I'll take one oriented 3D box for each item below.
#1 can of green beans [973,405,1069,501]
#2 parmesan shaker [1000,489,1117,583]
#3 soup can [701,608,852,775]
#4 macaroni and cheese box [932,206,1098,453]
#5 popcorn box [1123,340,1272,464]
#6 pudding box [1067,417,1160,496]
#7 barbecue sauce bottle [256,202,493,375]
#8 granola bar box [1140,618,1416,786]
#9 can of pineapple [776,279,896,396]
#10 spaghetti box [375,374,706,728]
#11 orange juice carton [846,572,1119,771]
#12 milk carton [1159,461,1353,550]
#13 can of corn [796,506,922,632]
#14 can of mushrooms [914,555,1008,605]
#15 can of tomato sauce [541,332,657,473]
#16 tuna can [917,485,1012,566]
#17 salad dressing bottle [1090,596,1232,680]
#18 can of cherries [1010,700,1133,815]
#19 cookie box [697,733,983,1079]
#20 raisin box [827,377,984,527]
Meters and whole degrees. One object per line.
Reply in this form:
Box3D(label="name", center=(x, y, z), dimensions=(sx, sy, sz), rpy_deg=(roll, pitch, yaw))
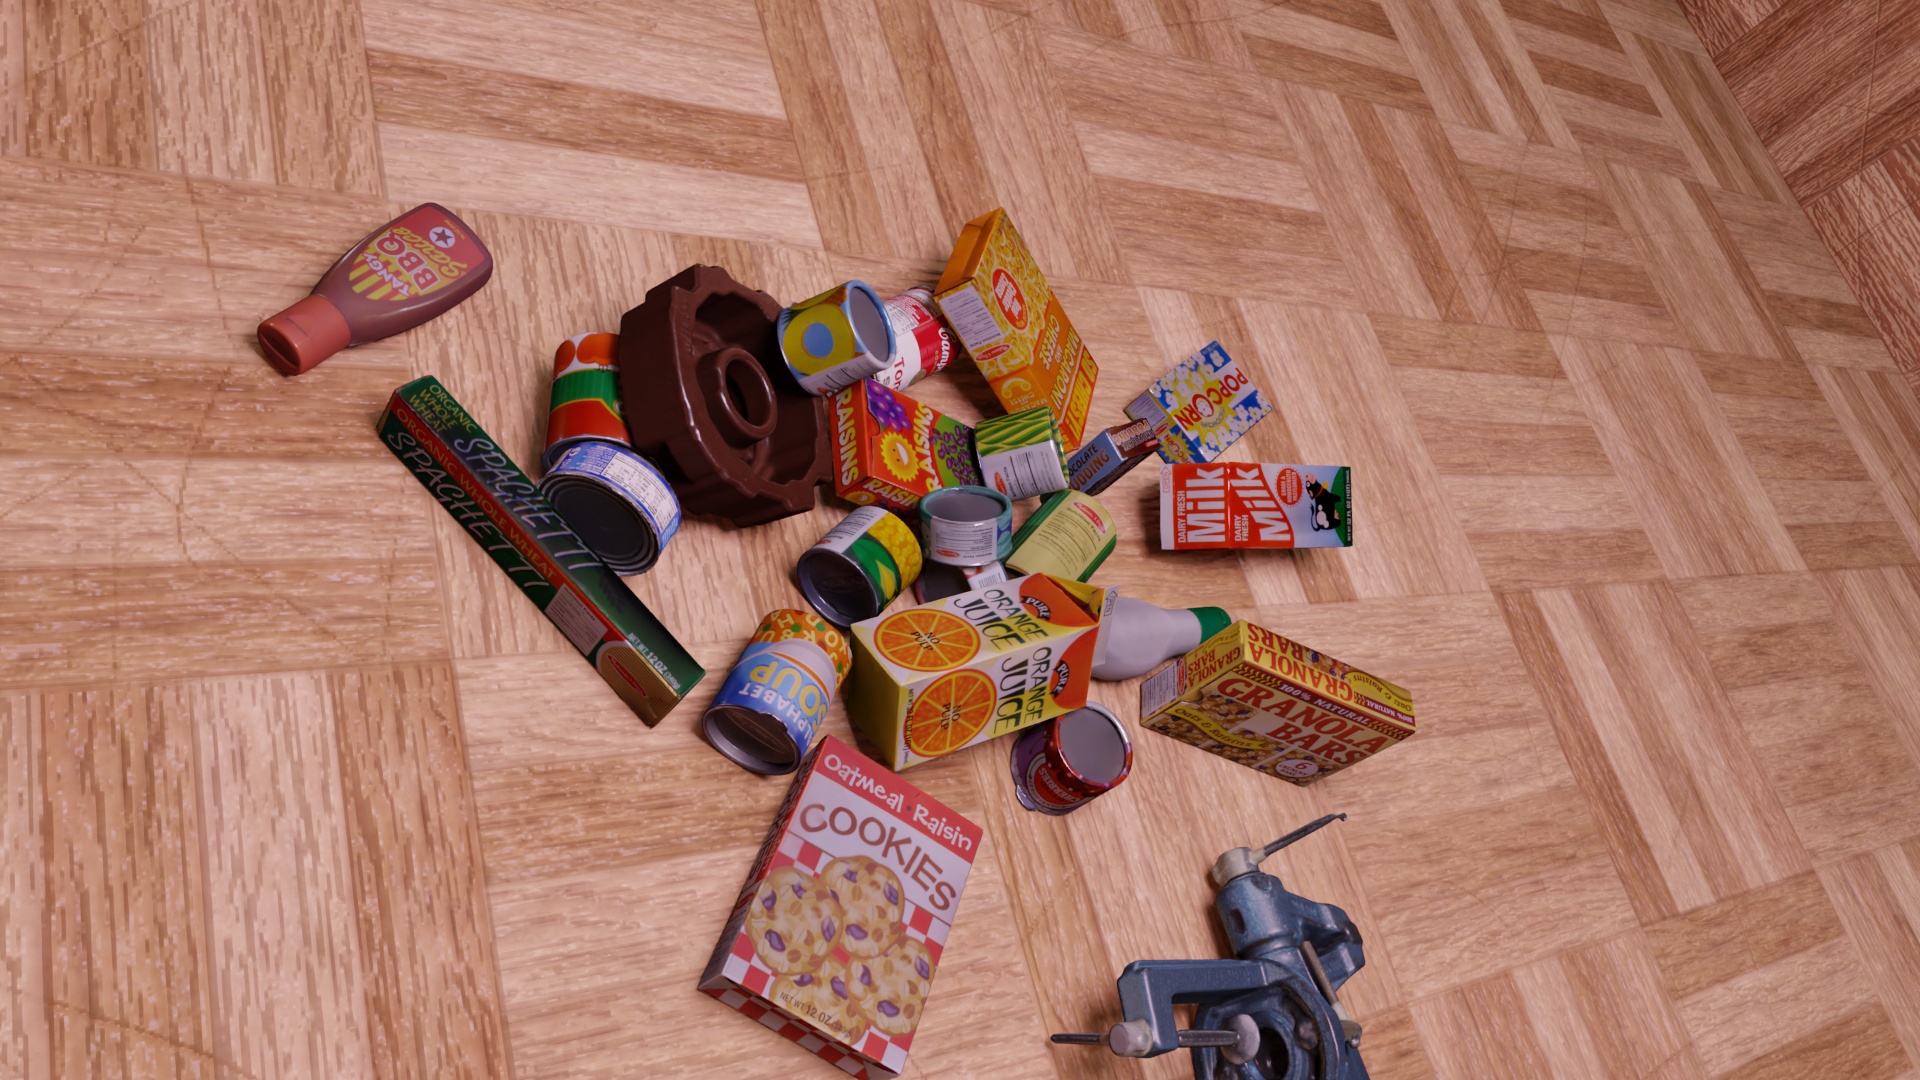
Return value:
Box3D(label="can of green beans", center=(0.047, -0.065, 1.053), dimensions=(0.071, 0.058, 0.071), rpy_deg=(-15, 92, -79))
Box3D(label="parmesan shaker", center=(0.063, 0.014, 1.040), dimensions=(0.071, 0.071, 0.103), rpy_deg=(46, 48, -2))
Box3D(label="soup can", center=(-0.112, 0.093, 0.869), dimensions=(0.071, 0.071, 0.084), rpy_deg=(36, 48, -11))
Box3D(label="macaroni and cheese box", center=(0.048, -0.163, 1.104), dimensions=(0.166, 0.040, 0.124), rpy_deg=(55, 31, -27))
Box3D(label="popcorn box", center=(0.214, -0.118, 1.242), dimensions=(0.085, 0.038, 0.127), rpy_deg=(52, 48, 2))
Box3D(label="pudding box", center=(0.114, -0.063, 1.109), dimensions=(0.050, 0.083, 0.030), rpy_deg=(-19, 76, -41))
Box3D(label="barbecue sauce bottle", center=(-0.365, -0.154, 0.866), dimensions=(0.065, 0.043, 0.149), rpy_deg=(44, 48, -5))
Box3D(label="granola bar box", center=(0.238, 0.127, 1.051), dimensions=(0.165, 0.123, 0.039), rpy_deg=(23, 51, -21))
Box3D(label="can of pineapple", center=(-0.085, -0.142, 0.959), dimensions=(0.071, 0.058, 0.071), rpy_deg=(47, 34, -44))
Box3D(label="spaghetti box", center=(-0.254, 0.006, 0.839), dimensions=(0.250, 0.050, 0.029), rpy_deg=(47, 46, 0))
Box3D(label="orange juice carton", center=(0.024, 0.080, 0.931), dimensions=(0.193, 0.071, 0.073), rpy_deg=(-14, 36, -28))
Box3D(label="milk carton", center=(0.239, -0.028, 1.167), dimensions=(0.191, 0.073, 0.072), rpy_deg=(-1, 89, -34))
Box3D(label="can of corn", center=(-0.067, 0.020, 0.949), dimensions=(0.071, 0.071, 0.058), rpy_deg=(46, 47, -2))
Box3D(label="can of mushrooms", center=(-0.001, 0.033, 0.987), dimensions=(0.033, 0.070, 0.071), rpy_deg=(-22, 77, -40))
Box3D(label="can of tomato sauce", center=(-0.230, -0.083, 0.897), dimensions=(0.071, 0.071, 0.083), rpy_deg=(14, 56, -28))
Box3D(label="tuna can", center=(0.003, -0.012, 0.964), dimensions=(0.071, 0.032, 0.071), rpy_deg=(1, 26, 0))
Box3D(label="salad dressing bottle", center=(0.149, 0.073, 1.078), dimensions=(0.148, 0.043, 0.064), rpy_deg=(-2, 59, -36))
Box3D(label="can of cherries", center=(0.077, 0.153, 0.969), dimensions=(0.071, 0.058, 0.072), rpy_deg=(17, 54, -26))
Box3D(label="cookie box", center=(-0.066, 0.220, 0.843), dimensions=(0.123, 0.040, 0.168), rpy_deg=(34, 49, -13))
Box3D(label="raisin box", center=(-0.037, -0.058, 1.011), dimensions=(0.123, 0.040, 0.086), rpy_deg=(22, 52, -43))
